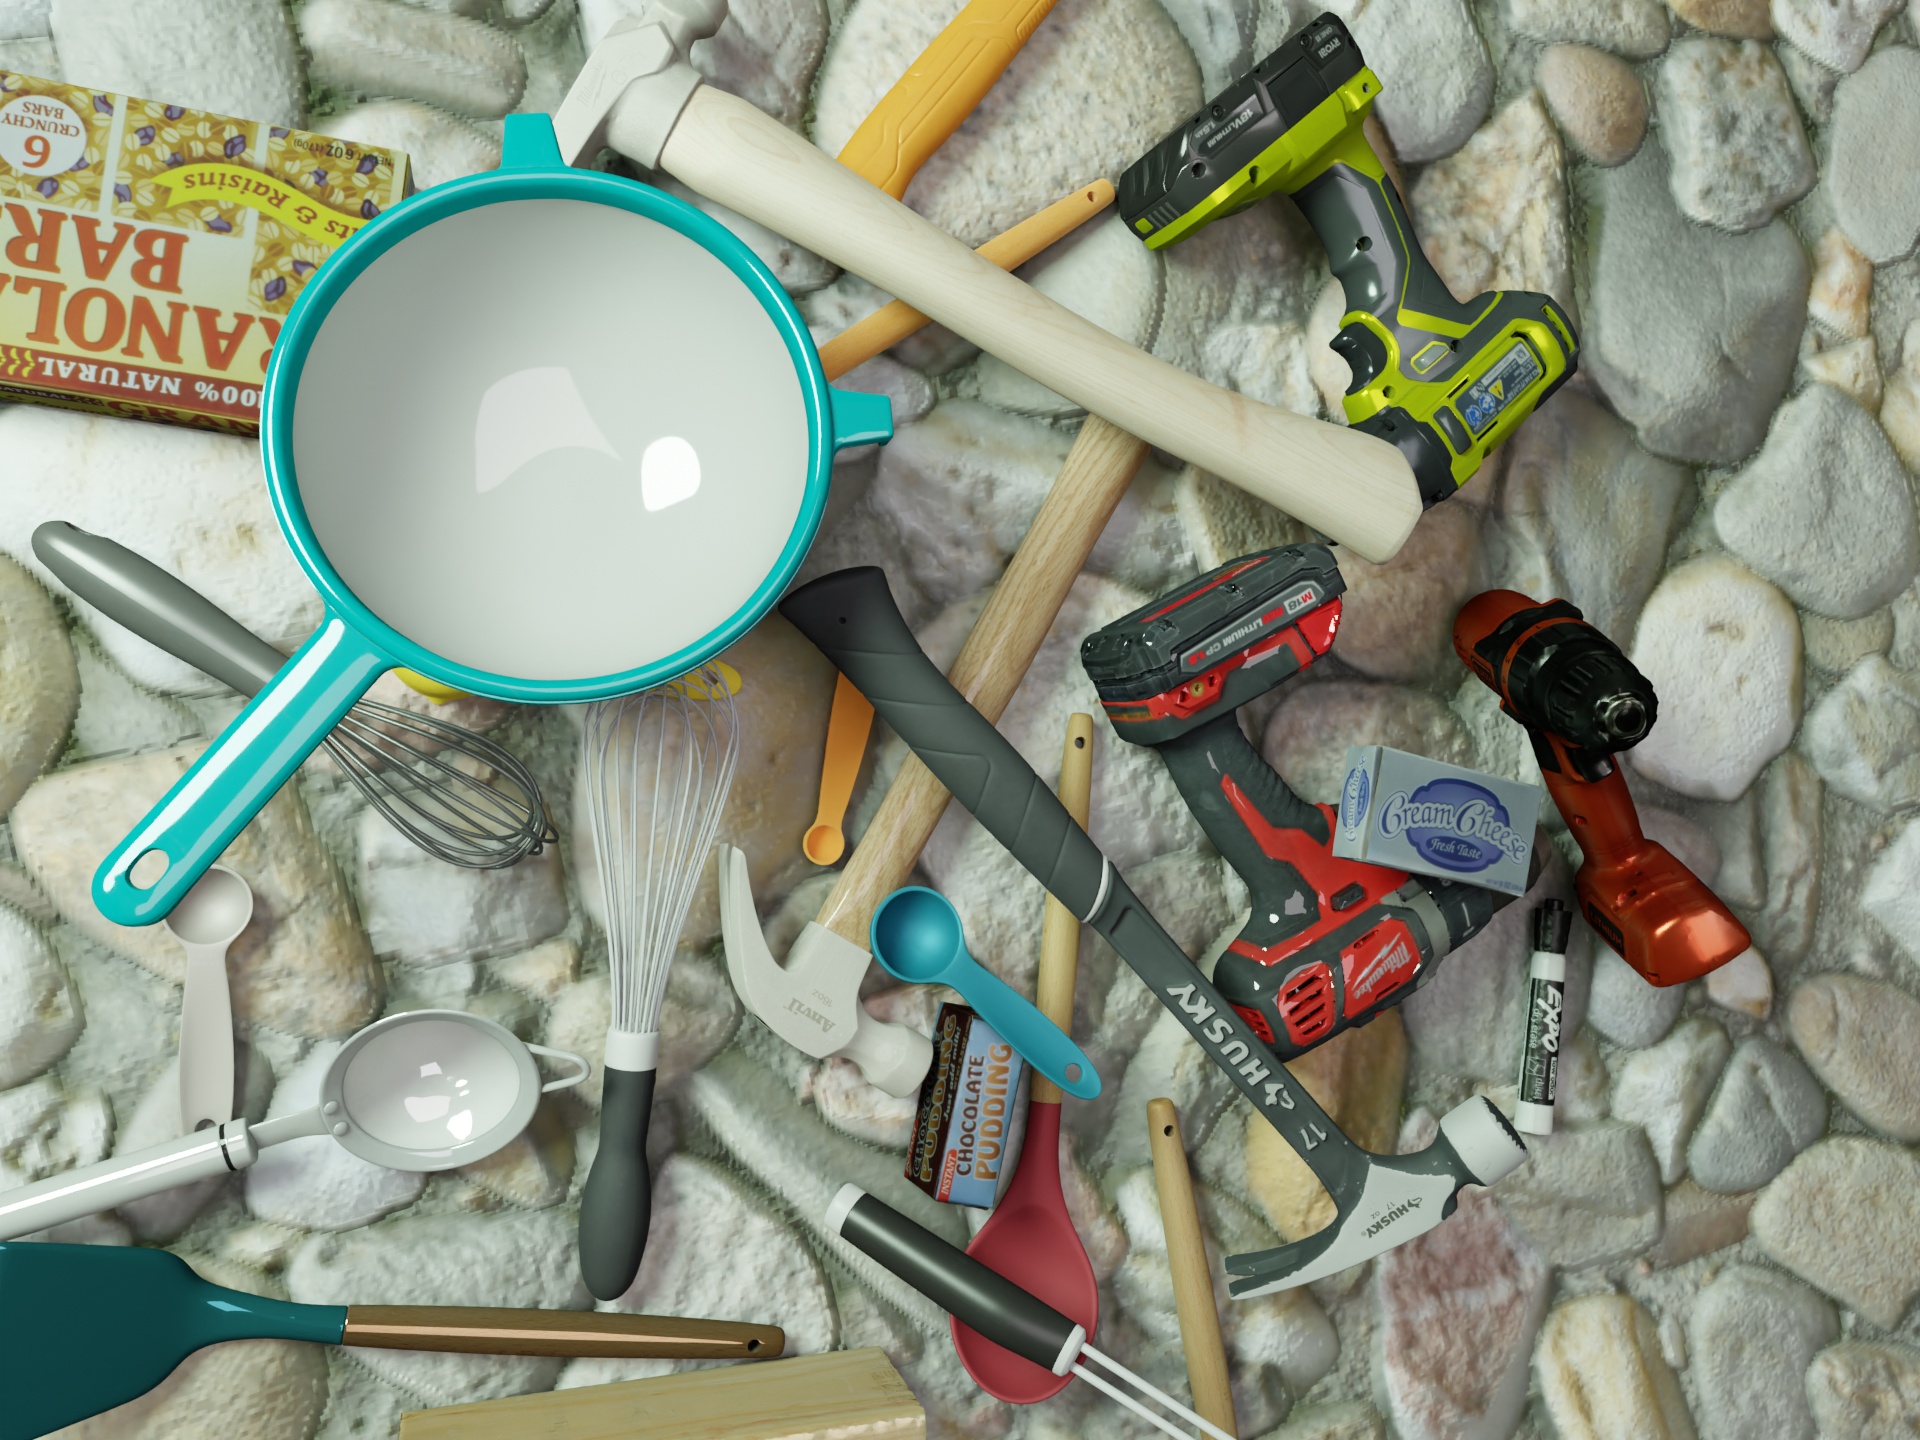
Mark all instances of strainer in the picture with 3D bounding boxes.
[{"bbox_3d":[-0.199,-0.055,0.627,0.211,0.095,0.340,39,78,-2],"label":"strainer"},{"bbox_3d":[-0.280,0.164,0.635,0.258,0.050,0.086,-15,123,-16],"label":"strainer"}]

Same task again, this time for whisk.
[{"bbox_3d":[-0.135,0.107,0.677,0.070,0.070,0.284,5,92,-17],"label":"whisk"},{"bbox_3d":[-0.270,-0.011,0.652,0.239,0.055,0.055,34,78,-8],"label":"whisk"}]

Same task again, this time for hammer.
[{"bbox_3d":[0.014,-0.171,0.701,0.410,0.038,0.146,28,84,-4],"label":"hammer"},{"bbox_3d":[0.068,0.092,0.702,0.149,0.036,0.409,-40,100,12],"label":"hammer"},{"bbox_3d":[-0.001,-0.002,0.732,0.130,0.031,0.331,34,76,-23],"label":"hammer"},{"bbox_3d":[0.028,-0.359,0.763,0.127,0.034,0.337,39,77,-12],"label":"hammer"}]

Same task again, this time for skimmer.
[{"bbox_3d":[0.106,0.300,0.691,0.363,0.090,0.127,27,95,17],"label":"skimmer"}]

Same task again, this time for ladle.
[{"bbox_3d":[0.041,0.152,0.746,0.069,0.031,0.315,7,83,-5],"label":"ladle"}]

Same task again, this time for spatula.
[{"bbox_3d":[-0.053,-0.170,0.737,0.322,0.041,0.081,-36,96,-19],"label":"spatula"},{"bbox_3d":[-0.225,0.255,0.650,0.317,0.044,0.082,9,89,-18],"label":"spatula"}]

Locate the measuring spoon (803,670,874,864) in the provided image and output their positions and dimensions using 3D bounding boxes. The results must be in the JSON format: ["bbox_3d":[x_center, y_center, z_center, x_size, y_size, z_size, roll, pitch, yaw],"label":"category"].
[{"bbox_3d":[-0.054,0.009,0.734,0.021,0.011,0.117,16,79,-26],"label":"measuring spoon"}]

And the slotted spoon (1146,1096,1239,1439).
[{"bbox_3d":[0.125,0.336,0.762,0.070,0.031,0.314,-10,88,-17],"label":"slotted spoon"}]

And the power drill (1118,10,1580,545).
[{"bbox_3d":[0.187,-0.210,0.784,0.171,0.080,0.223,-42,102,-15],"label":"power drill"}]

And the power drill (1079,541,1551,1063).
[{"bbox_3d":[0.177,0.029,0.769,0.188,0.080,0.226,-28,98,-16],"label":"power drill"}]

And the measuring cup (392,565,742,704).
[{"bbox_3d":[-0.170,-0.030,0.688,0.156,0.029,0.062,10,85,-14],"label":"measuring cup"}]

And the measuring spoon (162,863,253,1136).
[{"bbox_3d":[-0.308,0.119,0.650,0.034,0.018,0.124,1,94,-24],"label":"measuring spoon"}]

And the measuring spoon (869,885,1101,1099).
[{"bbox_3d":[0.010,0.123,0.696,0.128,0.021,0.042,42,64,-6],"label":"measuring spoon"}]
